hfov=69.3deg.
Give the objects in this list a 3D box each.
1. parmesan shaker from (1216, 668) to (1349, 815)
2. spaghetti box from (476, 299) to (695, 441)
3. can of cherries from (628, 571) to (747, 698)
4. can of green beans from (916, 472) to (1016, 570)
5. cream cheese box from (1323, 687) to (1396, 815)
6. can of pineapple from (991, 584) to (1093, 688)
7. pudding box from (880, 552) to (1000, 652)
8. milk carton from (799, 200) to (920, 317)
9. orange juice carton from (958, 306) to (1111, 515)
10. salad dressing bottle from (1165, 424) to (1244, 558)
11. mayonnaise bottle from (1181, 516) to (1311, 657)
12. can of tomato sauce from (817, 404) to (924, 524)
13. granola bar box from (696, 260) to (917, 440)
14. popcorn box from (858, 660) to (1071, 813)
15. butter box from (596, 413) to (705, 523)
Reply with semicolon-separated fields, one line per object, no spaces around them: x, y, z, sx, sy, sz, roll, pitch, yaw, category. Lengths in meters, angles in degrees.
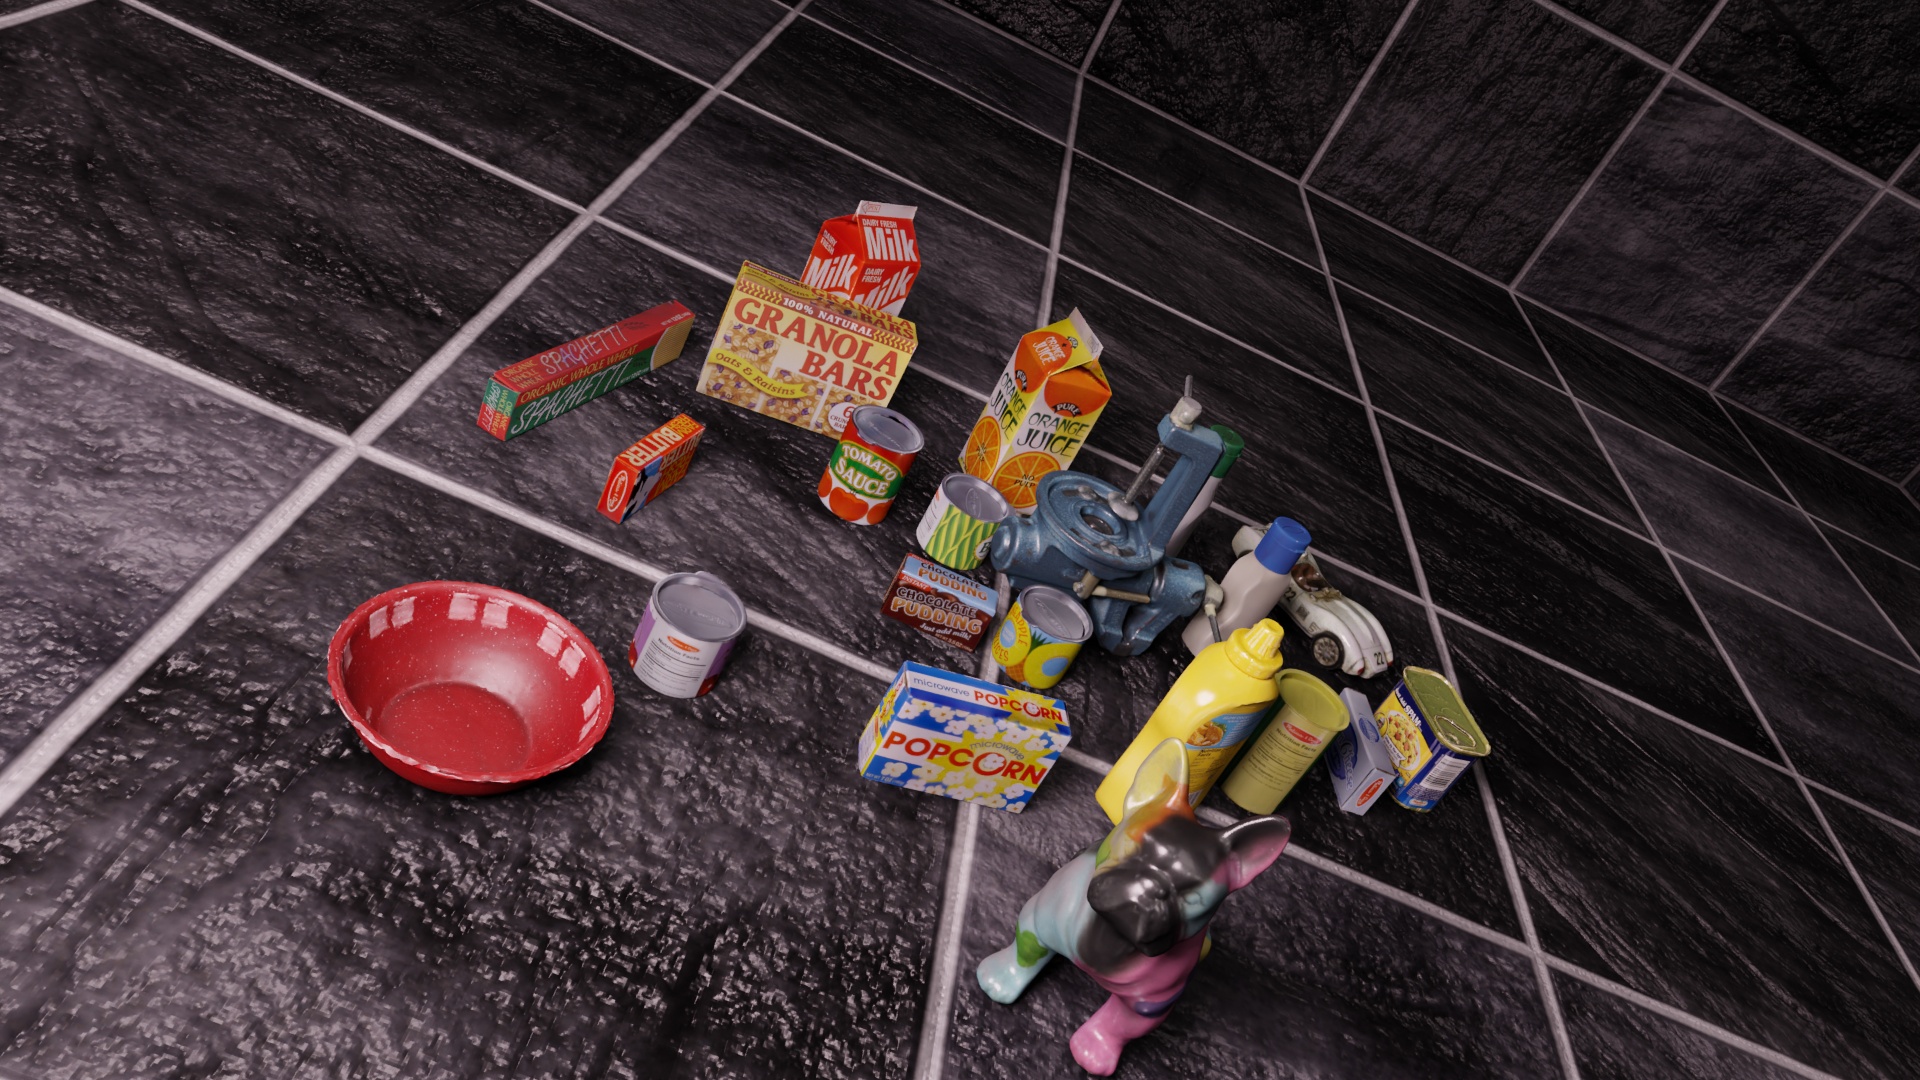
0.254;0.161;1.117;0.071;0.102;0.072;21;32;-14;parmesan shaker
-0.307;-0.147;1.164;0.029;0.050;0.251;34;32;7;spaghetti box
-0.186;0.064;0.951;0.071;0.058;0.072;21;32;-14;can of cherries
0.002;-0.016;1.215;0.071;0.057;0.071;21;32;-14;can of green beans
0.340;0.182;1.203;0.024;0.053;0.104;20;32;-14;cream cheese box
0.064;0.078;1.129;0.071;0.057;0.071;21;32;-14;can of pineapple
-0.016;0.050;1.114;0.084;0.049;0.030;25;32;-7;pudding box
-0.103;-0.238;1.322;0.072;0.189;0.073;-7;47;-44;milk carton
0.076;-0.121;1.294;0.073;0.191;0.072;11;36;-28;orange juice carton
0.222;-0.044;1.343;0.044;0.147;0.064;35;32;10;salad dressing bottle
0.260;0.045;1.245;0.065;0.147;0.041;2;40;-37;mayonnaise bottle
-0.079;-0.064;1.195;0.071;0.082;0.071;21;32;-14;can of tomato sauce
-0.139;-0.165;1.254;0.165;0.123;0.039;18;33;-17;granola bar box
0.002;0.138;0.968;0.127;0.084;0.038;17;33;-19;popcorn box
-0.241;-0.058;1.086;0.024;0.053;0.104;32;32;5;butter box
